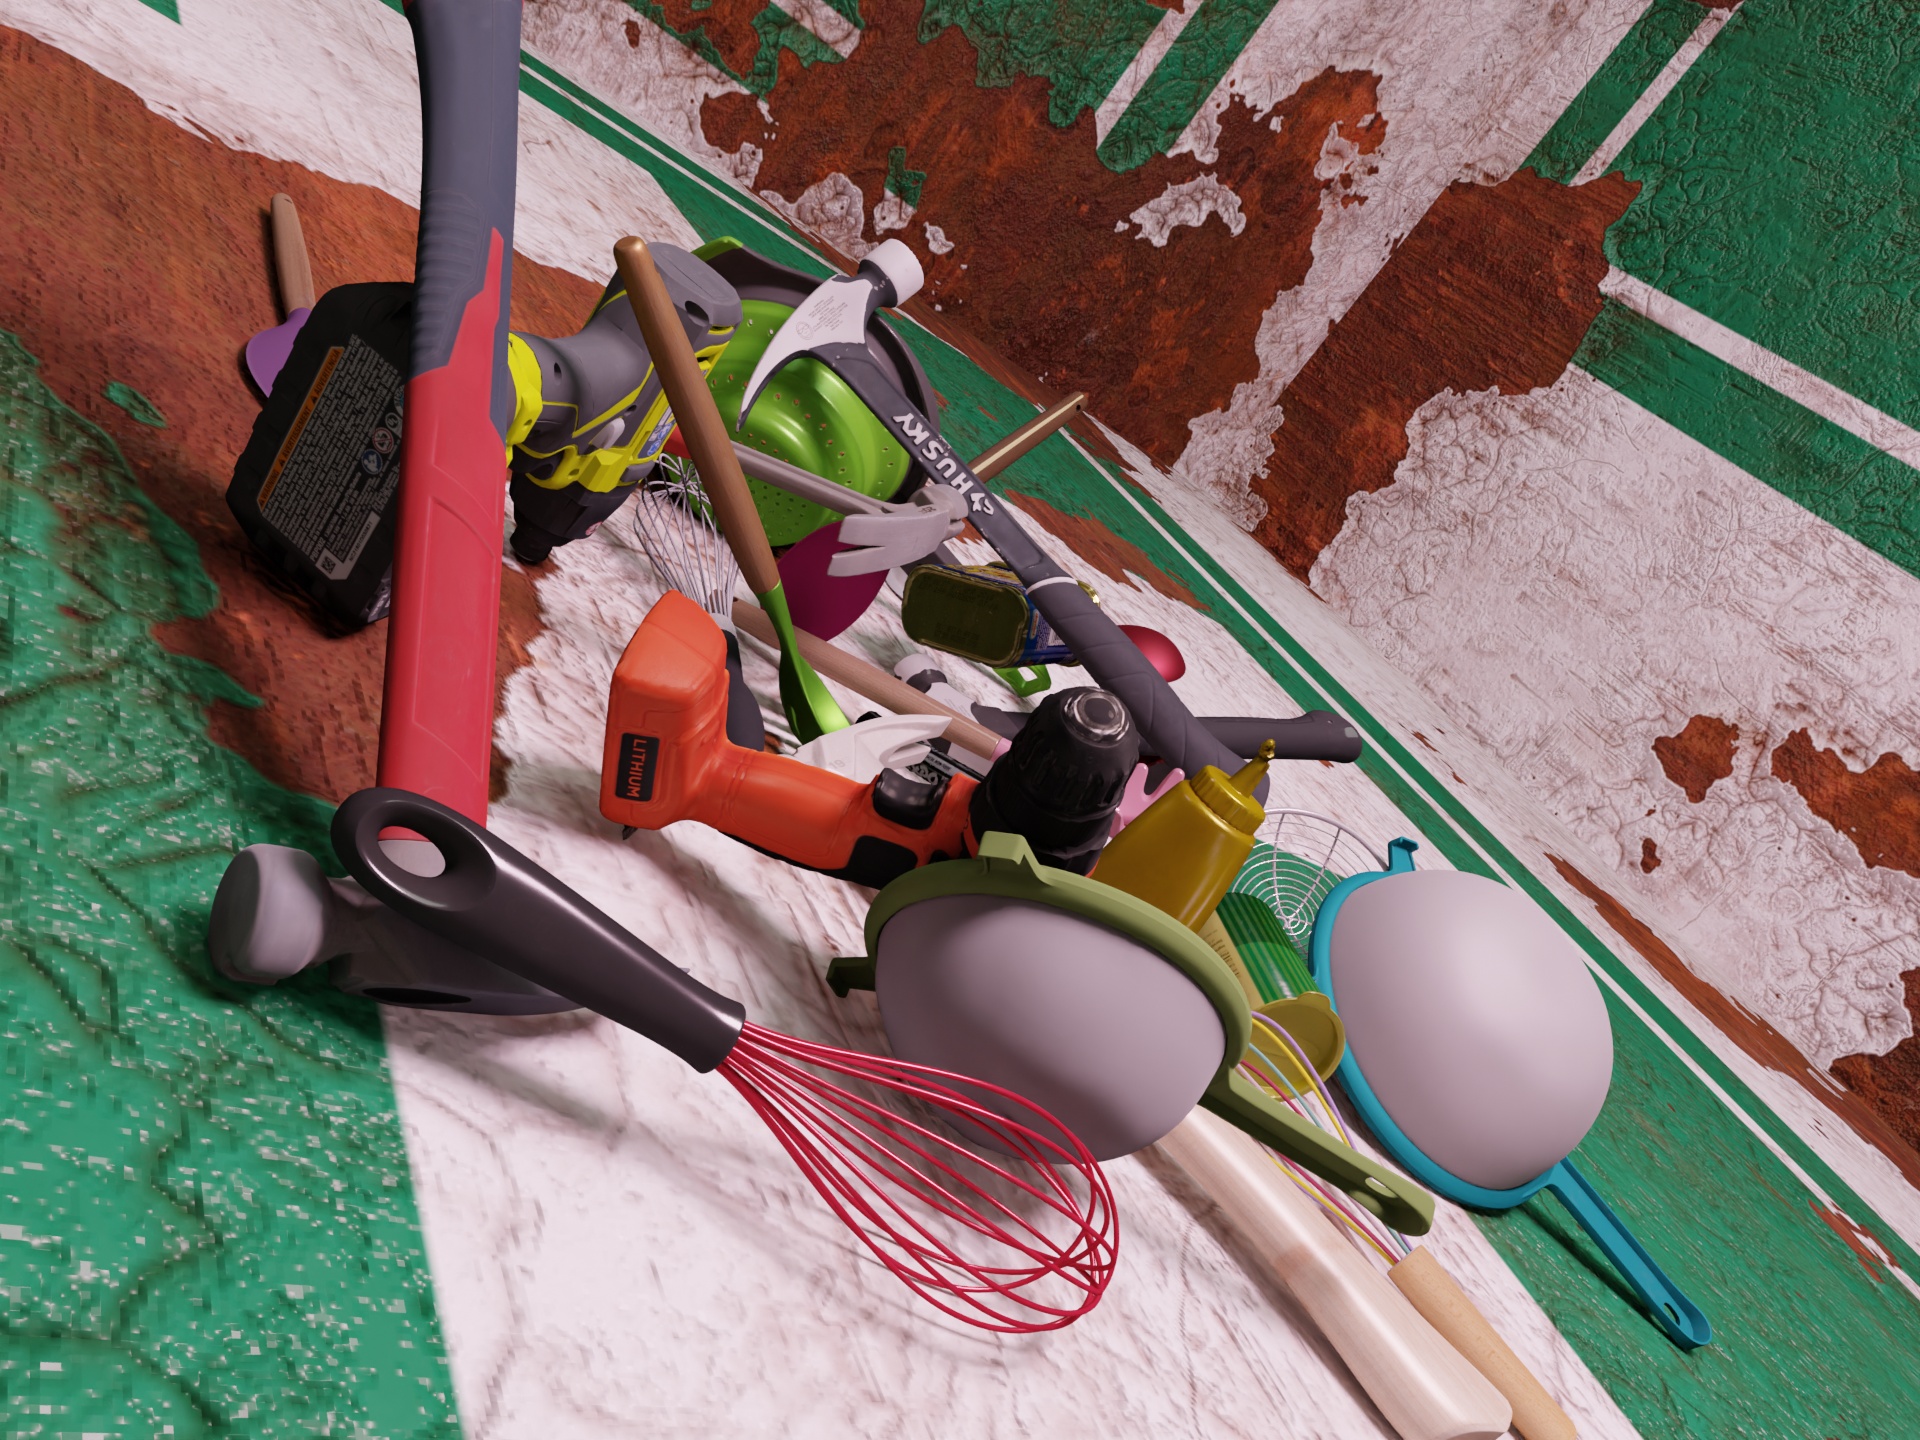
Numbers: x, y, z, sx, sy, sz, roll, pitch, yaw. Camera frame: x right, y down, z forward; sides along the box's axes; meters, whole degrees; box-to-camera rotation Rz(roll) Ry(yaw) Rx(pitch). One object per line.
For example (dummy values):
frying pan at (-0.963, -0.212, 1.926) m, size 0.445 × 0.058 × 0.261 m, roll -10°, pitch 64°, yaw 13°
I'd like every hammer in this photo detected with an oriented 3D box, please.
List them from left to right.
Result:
hammer at (-0.158, -0.095, 0.541) m, size 0.143 × 0.038 × 0.387 m, roll 18°, pitch 60°, yaw -43°
hammer at (-0.177, -0.163, 0.862) m, size 0.359 × 0.036 × 0.149 m, roll 24°, pitch 20°, yaw 16°
hammer at (0.037, -0.091, 0.938) m, size 0.409 × 0.149 × 0.036 m, roll 49°, pitch -16°, yaw 1°
hammer at (0.079, 0.150, 0.710) m, size 0.411 × 0.038 × 0.146 m, roll 45°, pitch 29°, yaw 16°
hammer at (0.129, 0.013, 1.020) m, size 0.334 × 0.035 × 0.146 m, roll 1°, pitch 32°, yaw -31°

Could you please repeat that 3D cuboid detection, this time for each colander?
colander at (-0.073, -0.127, 1.060) m, size 0.396 × 0.204 × 0.095 m, roll 47°, pitch 46°, yaw -27°

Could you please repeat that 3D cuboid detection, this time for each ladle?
ladle at (0.069, -0.076, 1.188) m, size 0.069 × 0.031 × 0.316 m, roll -2°, pitch 14°, yaw -25°

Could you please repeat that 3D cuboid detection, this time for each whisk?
whisk at (-0.132, -0.060, 0.835) m, size 0.070 × 0.070 × 0.285 m, roll 27°, pitch 25°, yaw -32°
whisk at (-0.057, 0.106, 0.481) m, size 0.295 × 0.073 × 0.073 m, roll 37°, pitch 16°, yaw -22°
whisk at (0.190, 0.237, 0.747) m, size 0.047 × 0.051 × 0.245 m, roll -16°, pitch 57°, yaw -45°

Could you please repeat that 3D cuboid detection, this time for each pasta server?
pasta server at (-0.001, -0.003, 0.879) m, size 0.316 × 0.040 × 0.060 m, roll 28°, pitch 33°, yaw 8°

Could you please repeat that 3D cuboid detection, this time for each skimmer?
skimmer at (0.129, 0.083, 0.923) m, size 0.363 × 0.090 × 0.127 m, roll 19°, pitch 44°, yaw -45°

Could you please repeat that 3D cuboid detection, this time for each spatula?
spatula at (-0.362, -0.229, 0.866) m, size 0.059 × 0.018 × 0.316 m, roll 24°, pitch 23°, yaw -37°

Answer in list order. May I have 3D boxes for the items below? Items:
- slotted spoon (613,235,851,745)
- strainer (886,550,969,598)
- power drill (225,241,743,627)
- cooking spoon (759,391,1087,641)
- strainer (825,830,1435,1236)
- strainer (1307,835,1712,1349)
slotted spoon at (-0.099, -0.084, 0.738) m, size 0.313 × 0.031 × 0.070 m, roll 73°, pitch -5°, yaw -45°
strainer at (-0.027, -0.133, 1.274) m, size 0.086 × 0.050 × 0.259 m, roll 16°, pitch 20°, yaw -18°
power drill at (-0.197, -0.122, 0.692) m, size 0.080 × 0.171 × 0.223 m, roll 41°, pitch 25°, yaw 4°
cooking spoon at (-0.015, -0.139, 1.009) m, size 0.017 × 0.068 × 0.319 m, roll 15°, pitch 42°, yaw 39°
strainer at (0.070, 0.148, 0.591) m, size 0.256 × 0.151 × 0.069 m, roll 32°, pitch 53°, yaw -11°
strainer at (0.350, 0.217, 0.926) m, size 0.340 × 0.095 × 0.211 m, roll 51°, pitch 41°, yaw 3°
